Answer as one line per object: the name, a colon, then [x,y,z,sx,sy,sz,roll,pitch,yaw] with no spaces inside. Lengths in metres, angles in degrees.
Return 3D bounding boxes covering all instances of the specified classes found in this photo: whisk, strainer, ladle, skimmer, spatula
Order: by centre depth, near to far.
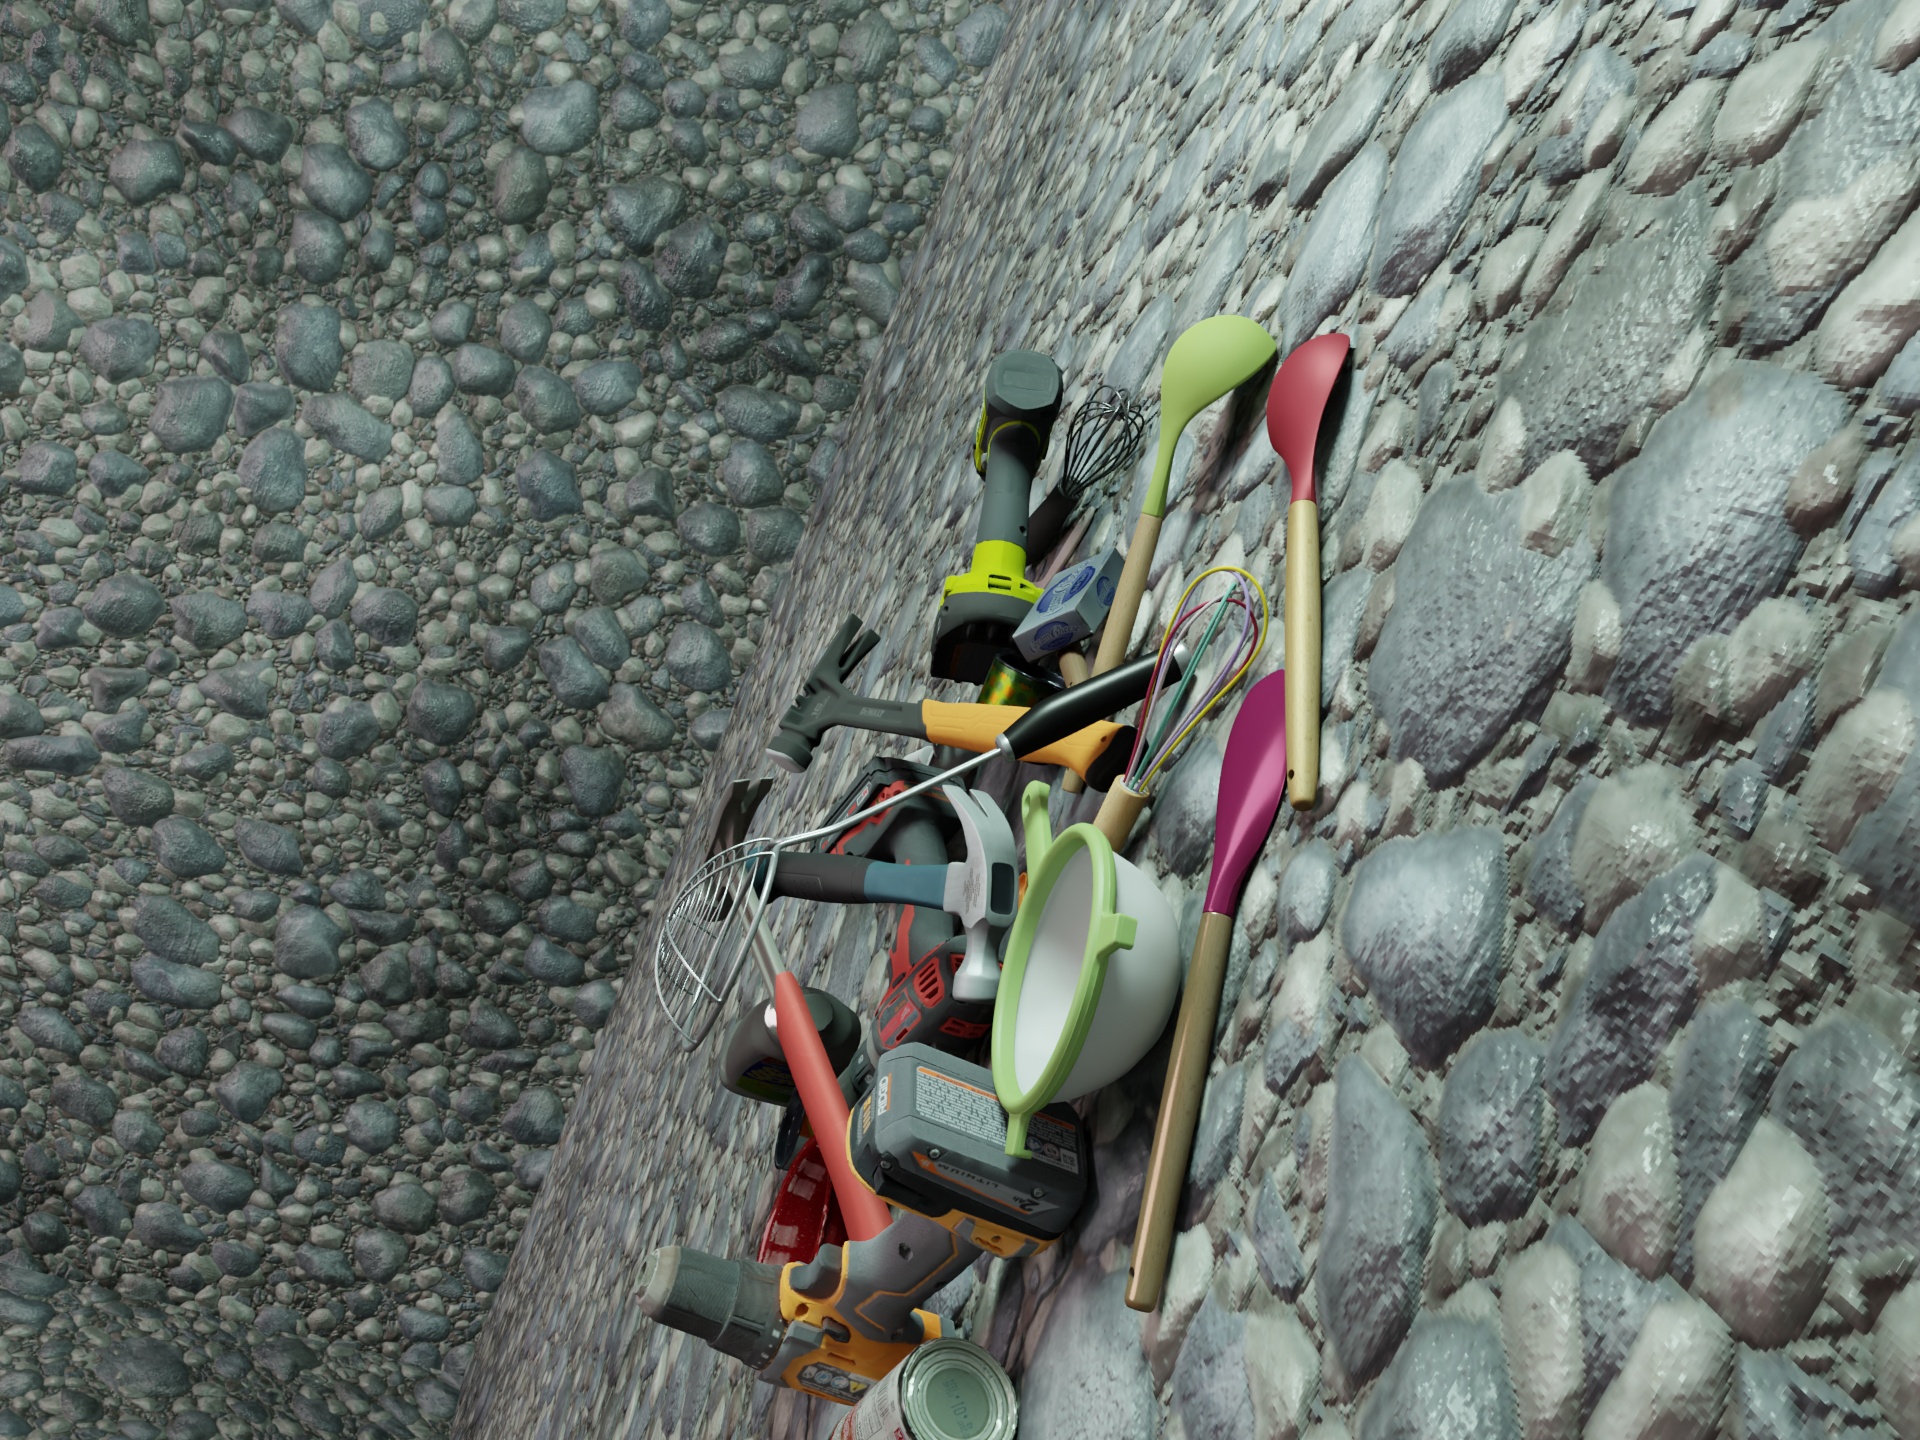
ladle: [0.177,-0.089,0.823,0.069,0.031,0.316,130,155,-52]
strainer: [0.070,0.109,0.857,0.257,0.069,0.151,-92,21,-63]
whisk: [0.108,0.022,0.897,0.051,0.047,0.244,-71,3,-62]
skimmer: [-0.017,0.068,0.921,0.363,0.090,0.127,-26,10,-5]
ladle: [0.127,-0.103,1.019,0.078,0.062,0.320,-134,58,-73]
spatula: [0.073,-0.057,1.117,0.316,0.018,0.059,-91,23,-74]
whisk: [0.085,-0.186,1.258,0.239,0.055,0.055,127,159,-59]
strainer: [-0.023,0.030,1.366,0.087,0.050,0.258,-66,8,-9]

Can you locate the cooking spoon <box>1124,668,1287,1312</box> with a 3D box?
cooking spoon: [0.118,0.118,0.763,0.068,0.017,0.319,138,149,-64]

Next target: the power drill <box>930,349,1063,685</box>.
power drill: [0.031,-0.144,1.208,0.171,0.080,0.223,108,170,-73]

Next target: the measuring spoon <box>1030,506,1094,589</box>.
measuring spoon: [0.072,-0.128,1.275,0.034,0.018,0.124,-85,21,-46]

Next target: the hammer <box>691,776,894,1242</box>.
hammer: [-0.104,0.215,1.070,0.359,0.036,0.149,63,144,32]

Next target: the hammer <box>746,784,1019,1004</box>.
hammer: [-0.064,0.109,1.065,0.331,0.033,0.128,-5,75,57]

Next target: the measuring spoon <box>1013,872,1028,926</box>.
measuring spoon: [0.042,0.148,1.027,0.021,0.011,0.117,124,157,-43]

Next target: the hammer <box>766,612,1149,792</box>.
hammer: [-0.002,-0.003,1.070,0.337,0.034,0.127,9,63,49]

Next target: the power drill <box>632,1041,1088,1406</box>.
power drill: [-0.057,0.279,0.859,0.226,0.185,0.084,-58,16,27]

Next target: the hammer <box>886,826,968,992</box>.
hammer: [-0.061,0.132,1.366,0.386,0.038,0.143,-163,92,-76]

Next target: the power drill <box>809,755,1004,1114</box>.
power drill: [-0.047,0.160,1.121,0.187,0.080,0.227,-52,36,35]
